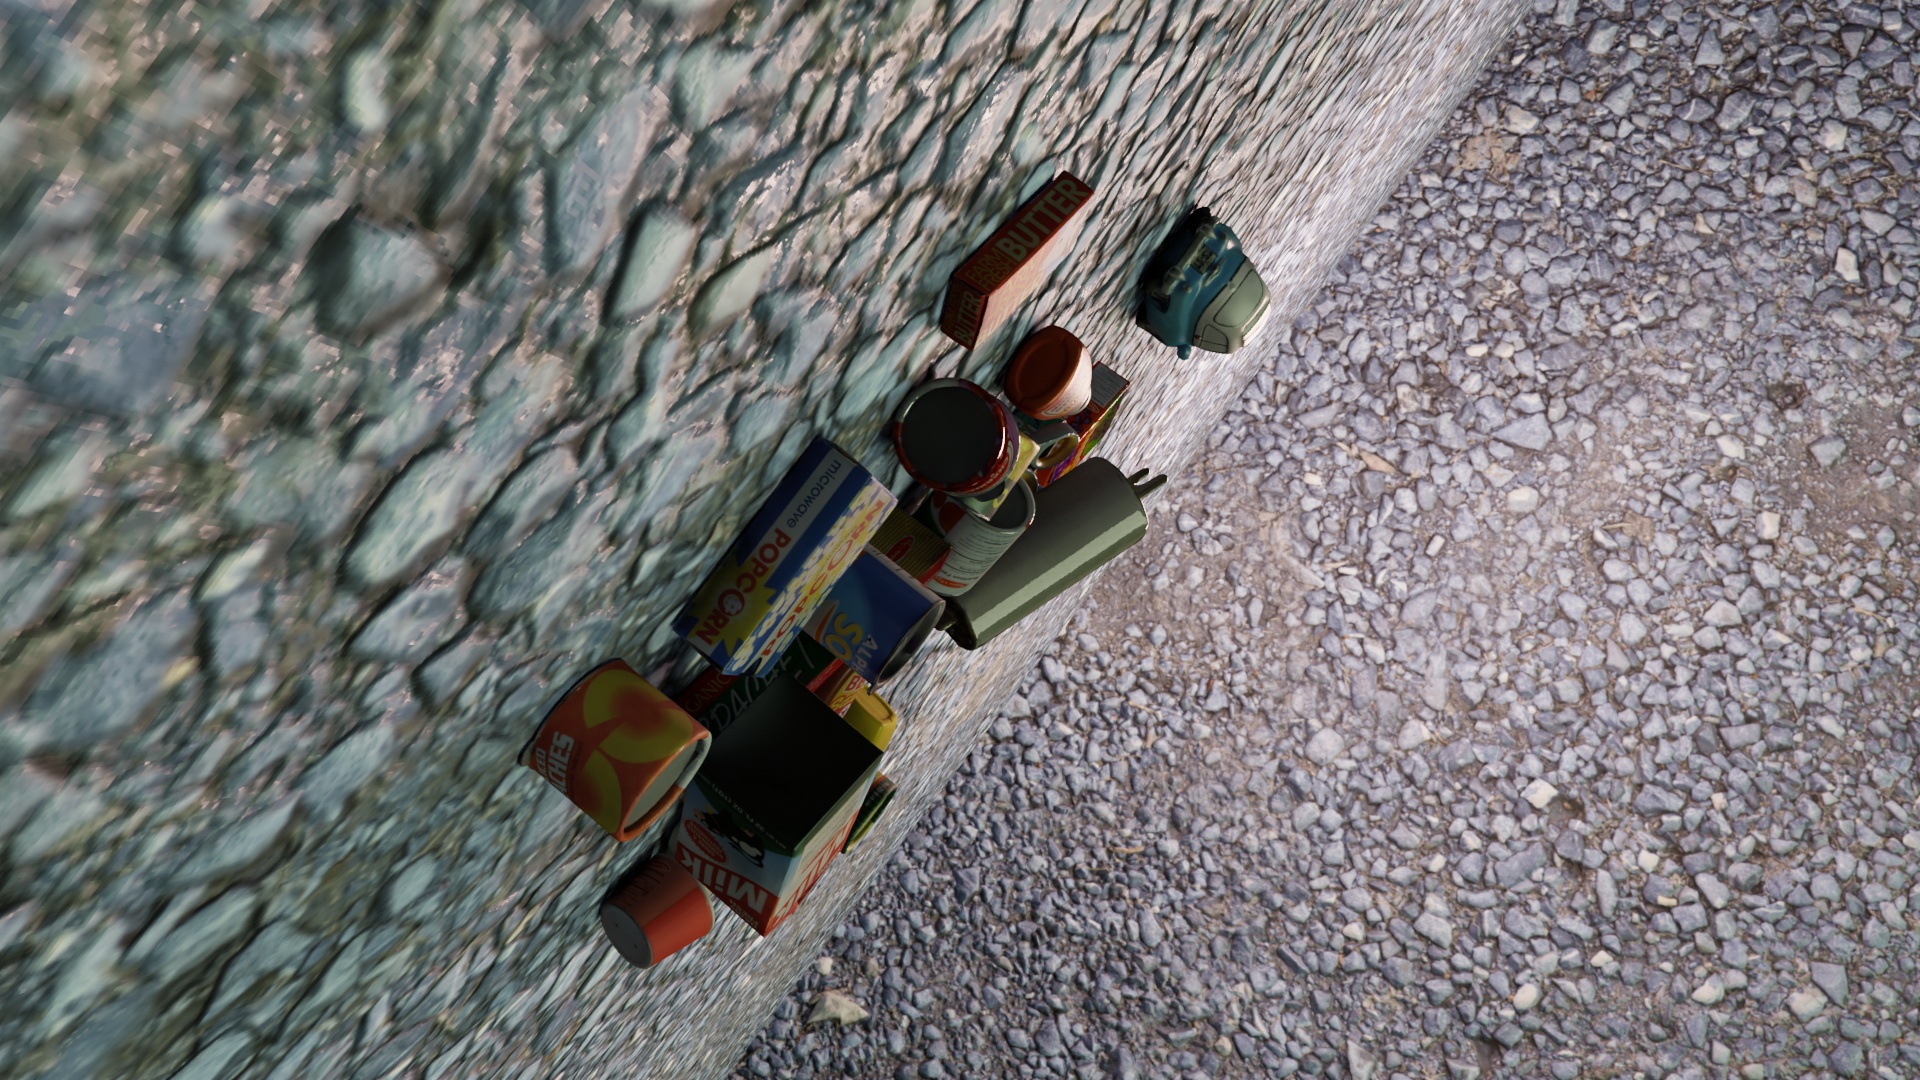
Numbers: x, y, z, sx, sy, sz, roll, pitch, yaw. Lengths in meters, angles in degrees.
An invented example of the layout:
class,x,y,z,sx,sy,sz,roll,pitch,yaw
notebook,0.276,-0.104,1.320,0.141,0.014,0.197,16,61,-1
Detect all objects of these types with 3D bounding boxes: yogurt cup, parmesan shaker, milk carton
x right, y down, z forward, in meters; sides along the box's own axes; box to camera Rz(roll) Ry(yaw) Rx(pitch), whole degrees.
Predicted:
class,x,y,z,sx,sy,sz,roll,pitch,yaw
yogurt cup,-0.214,0.262,0.974,0.054,0.072,0.072,-32,158,-43
parmesan shaker,-0.106,0.182,1.070,0.071,0.103,0.071,-51,170,-12
milk carton,-0.107,0.158,0.777,0.074,0.072,0.189,-45,167,-33

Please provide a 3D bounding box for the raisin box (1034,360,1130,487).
class,x,y,z,sx,sy,sz,roll,pitch,yaw
raisin box,0.093,-0.090,1.233,0.124,0.040,0.085,-46,169,-31

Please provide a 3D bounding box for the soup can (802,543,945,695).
class,x,y,z,sx,sy,sz,roll,pitch,yaw
soup can,-0.063,0.039,0.824,0.071,0.084,0.071,-51,170,-13

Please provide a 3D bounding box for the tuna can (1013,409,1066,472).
class,x,y,z,sx,sy,sz,roll,pitch,yaw
tuna can,0.051,-0.077,1.099,0.071,0.033,0.071,-51,170,-12

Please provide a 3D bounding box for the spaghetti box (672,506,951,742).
class,x,y,z,sx,sy,sz,roll,pitch,yaw
spaghetti box,-0.095,0.061,0.857,0.251,0.050,0.028,-44,165,-42

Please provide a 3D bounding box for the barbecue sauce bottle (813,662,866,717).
class,x,y,z,sx,sy,sz,roll,pitch,yaw
barbecue sauce bottle,-0.075,0.073,1.010,0.148,0.044,0.065,-56,168,16

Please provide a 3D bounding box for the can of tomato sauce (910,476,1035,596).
class,x,y,z,sx,sy,sz,roll,pitch,yaw
can of tomato sauce,0.003,-0.012,0.963,0.071,0.071,0.082,-43,176,-45

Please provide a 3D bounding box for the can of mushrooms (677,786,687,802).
class,x,y,z,sx,sy,sz,roll,pitch,yaw
can of mushrooms,-0.159,0.150,0.920,0.071,0.033,0.071,-51,170,-13

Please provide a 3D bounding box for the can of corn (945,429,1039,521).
class,x,y,z,sx,sy,sz,roll,pitch,yaw
can of corn,0.009,-0.053,0.876,0.058,0.071,0.071,-55,170,4

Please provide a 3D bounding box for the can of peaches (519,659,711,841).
class,x,y,z,sx,sy,sz,roll,pitch,yaw
can of peaches,-0.162,0.101,0.657,0.071,0.058,0.071,-51,171,-12

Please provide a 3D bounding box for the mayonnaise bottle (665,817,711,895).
class,x,y,z,sx,sy,sz,roll,pitch,yaw
mayonnaise bottle,-0.187,0.216,1.007,0.065,0.041,0.147,-46,167,-42

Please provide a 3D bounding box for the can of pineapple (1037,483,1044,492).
class,x,y,z,sx,sy,sz,roll,pitch,yaw
can of pineapple,0.038,-0.018,1.143,0.057,0.071,0.071,-58,169,29

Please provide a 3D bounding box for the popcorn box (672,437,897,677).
class,x,y,z,sx,sy,sz,roll,pitch,yaw
popcorn box,-0.090,0.011,0.738,0.127,0.038,0.085,-53,171,-2

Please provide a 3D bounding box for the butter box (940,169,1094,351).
class,x,y,z,sx,sy,sz,roll,pitch,yaw
butter box,0.031,-0.153,0.762,0.104,0.024,0.053,-48,170,-27

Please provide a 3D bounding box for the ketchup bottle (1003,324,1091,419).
class,x,y,z,sx,sy,sz,roll,pitch,yaw
ketchup bottle,0.070,-0.117,1.016,0.064,0.043,0.149,-54,171,6

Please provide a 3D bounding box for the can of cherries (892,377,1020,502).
class,x,y,z,sx,sy,sz,roll,pitch,yaw
can of cherries,0.000,-0.058,0.814,0.071,0.071,0.058,-54,170,5

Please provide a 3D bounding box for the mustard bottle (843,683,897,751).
class,x,y,z,sx,sy,sz,roll,pitch,yaw
mustard bottle,-0.119,0.192,1.180,0.159,0.065,0.049,-50,166,21
